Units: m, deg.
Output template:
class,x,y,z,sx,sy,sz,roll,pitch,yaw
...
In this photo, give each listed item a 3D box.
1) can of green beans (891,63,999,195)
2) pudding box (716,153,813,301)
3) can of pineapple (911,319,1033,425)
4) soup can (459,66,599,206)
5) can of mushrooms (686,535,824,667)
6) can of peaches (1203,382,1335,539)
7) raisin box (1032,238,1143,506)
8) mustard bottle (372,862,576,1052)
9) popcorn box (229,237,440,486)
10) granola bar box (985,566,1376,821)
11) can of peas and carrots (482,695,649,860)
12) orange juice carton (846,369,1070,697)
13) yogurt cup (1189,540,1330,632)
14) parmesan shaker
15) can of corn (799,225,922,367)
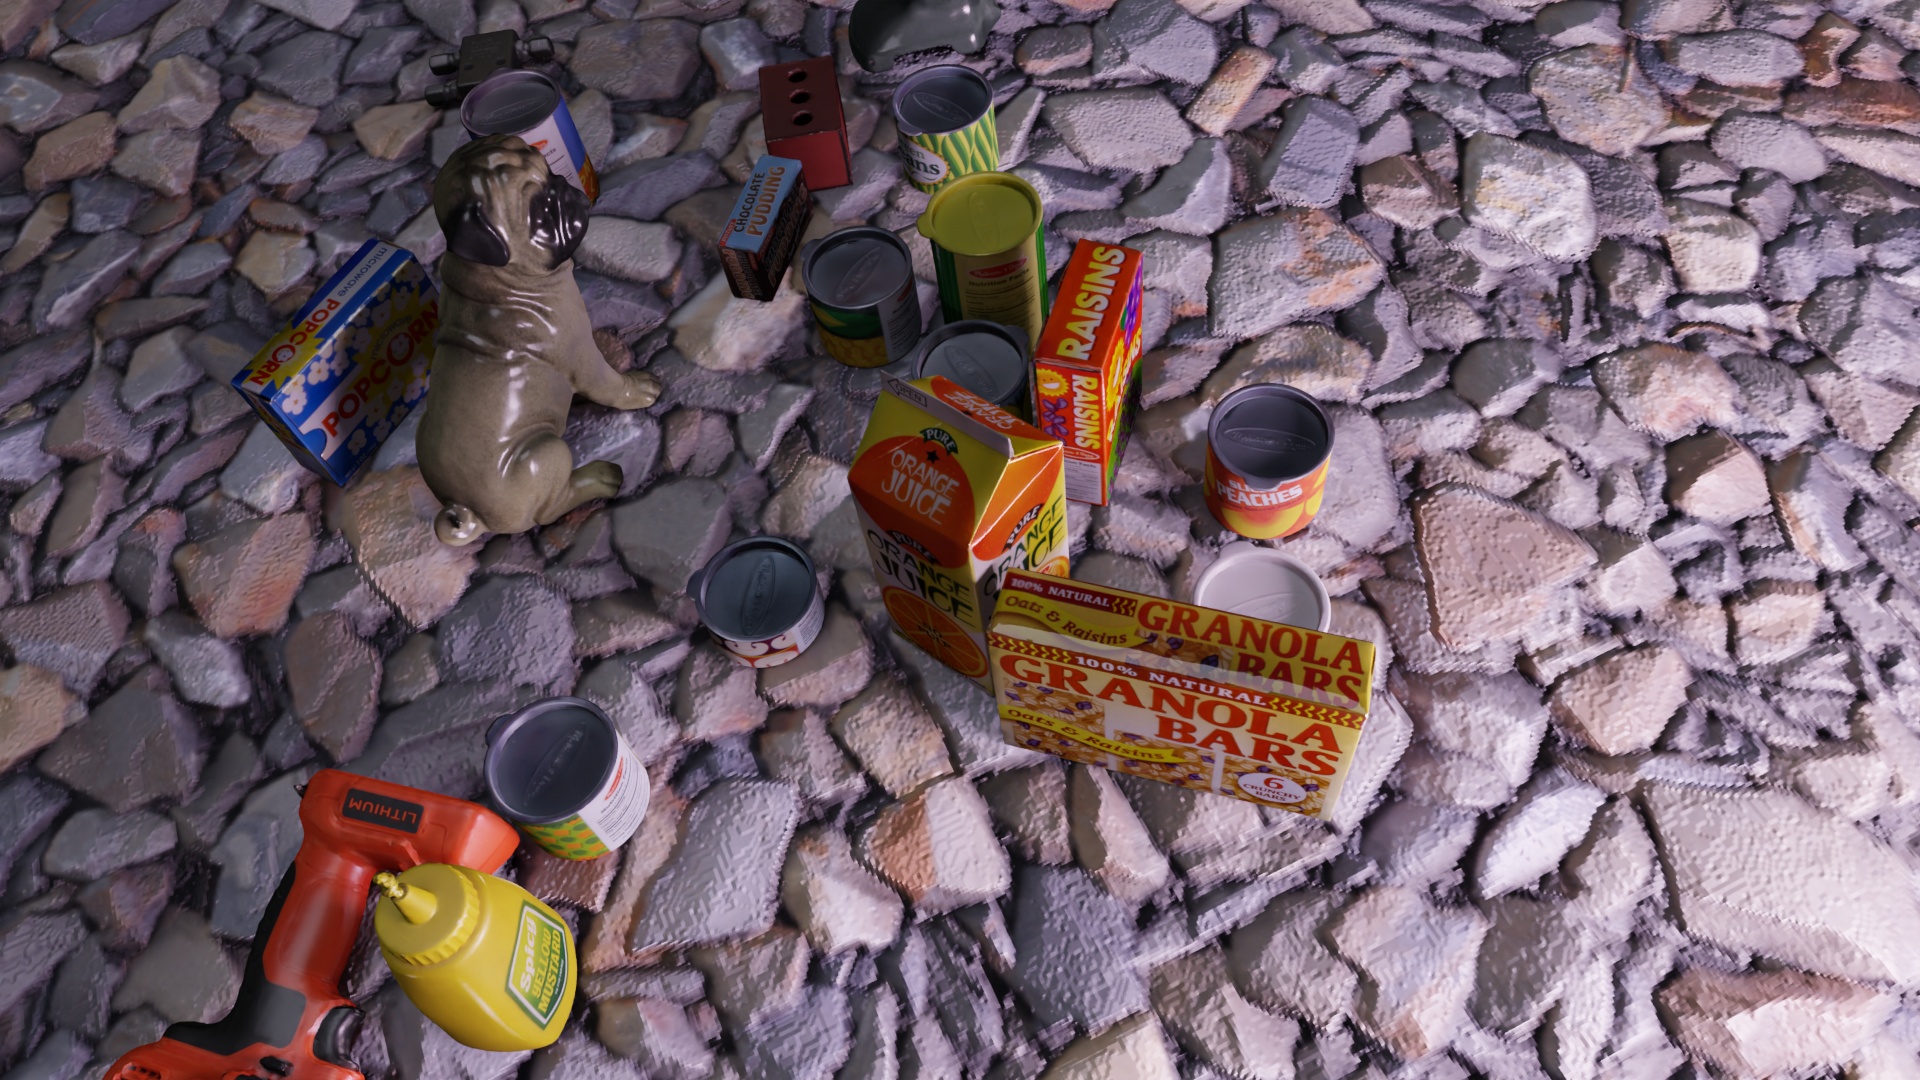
class,x,y,z,sx,sy,sz,roll,pitch,yaw
can of green beans,-0.009,-0.271,0.920,0.071,0.057,0.071,-3,58,5
pudding box,-0.125,-0.202,0.894,0.030,0.049,0.084,11,60,13
can of pineapple,0.010,-0.084,0.799,0.071,0.057,0.071,-3,58,5
soup can,-0.287,-0.263,0.931,0.071,0.083,0.071,-3,58,5
can of mushrooms,-0.110,0.033,0.753,0.071,0.033,0.071,-3,58,5
can of peaches,0.165,-0.040,0.754,0.071,0.057,0.071,-3,58,5
raisin box,0.071,-0.089,0.757,0.040,0.122,0.086,13,60,14
mustard bottle,-0.212,0.175,0.599,0.049,0.159,0.065,-2,58,5
popcorn box,-0.365,-0.108,0.840,0.038,0.084,0.127,22,63,19
granola bar box,0.100,0.073,0.650,0.165,0.123,0.039,12,60,13
can of peas and carrots,-0.197,0.119,0.693,0.071,0.058,0.071,-3,58,5
orange juice carton,0.002,-0.008,0.672,0.072,0.191,0.073,31,66,23
yogurt cup,0.150,0.045,0.704,0.072,0.053,0.073,-3,58,5
parmesan shaker,0.015,-0.156,0.818,0.071,0.102,0.071,-3,58,5
can of corn,-0.061,-0.149,0.848,0.071,0.058,0.071,-3,58,5
